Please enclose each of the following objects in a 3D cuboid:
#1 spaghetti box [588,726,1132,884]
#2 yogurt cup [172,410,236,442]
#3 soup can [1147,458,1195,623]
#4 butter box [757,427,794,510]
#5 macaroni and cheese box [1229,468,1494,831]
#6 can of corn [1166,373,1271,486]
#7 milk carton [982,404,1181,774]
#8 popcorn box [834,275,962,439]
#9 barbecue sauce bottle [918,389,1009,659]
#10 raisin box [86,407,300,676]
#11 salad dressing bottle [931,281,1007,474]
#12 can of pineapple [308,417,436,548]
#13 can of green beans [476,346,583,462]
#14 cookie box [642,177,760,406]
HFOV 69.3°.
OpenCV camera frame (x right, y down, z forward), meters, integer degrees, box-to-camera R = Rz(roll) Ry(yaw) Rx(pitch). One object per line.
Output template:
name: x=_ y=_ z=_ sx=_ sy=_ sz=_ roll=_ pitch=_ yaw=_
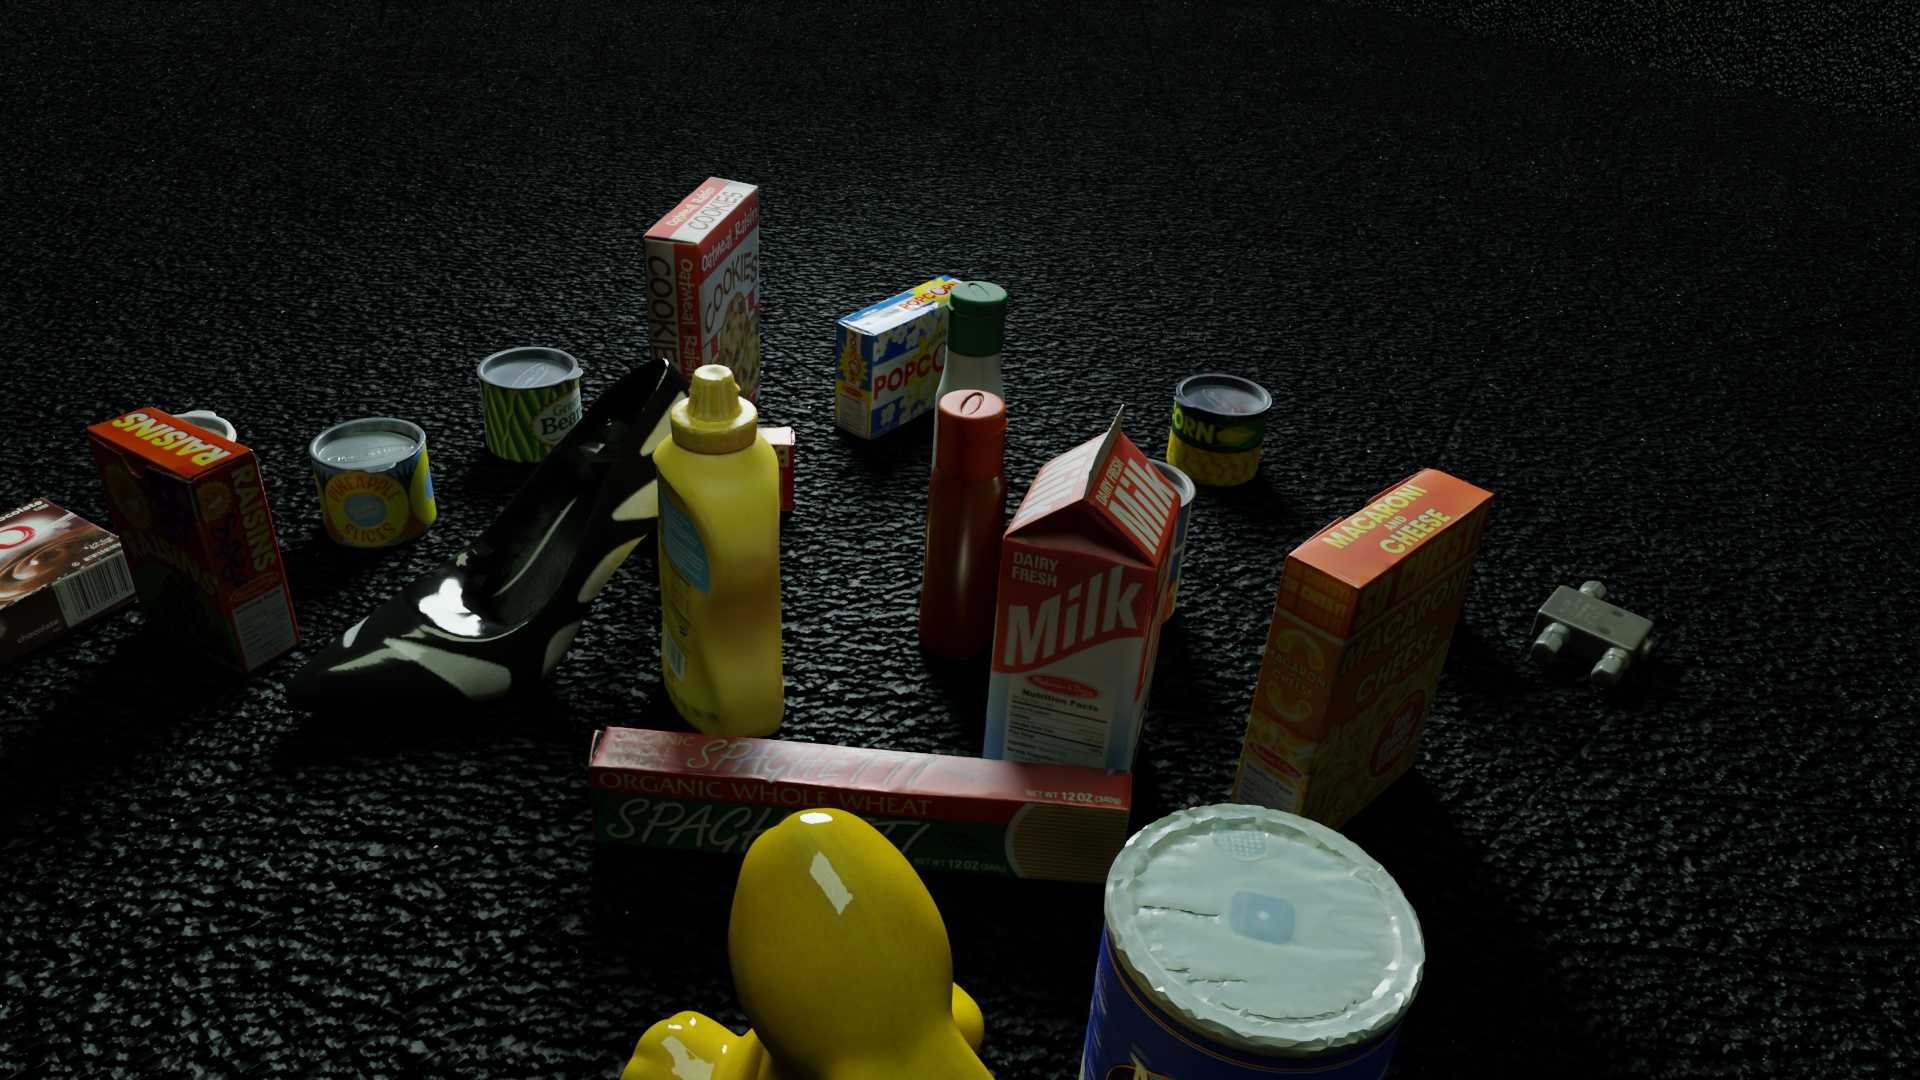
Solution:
spaghetti box: x=-0.047 y=0.123 z=0.644 sx=0.250 sy=0.050 sz=0.029 roll=5 pitch=32 yaw=1
yogurt cup: x=-0.478 y=-0.039 z=0.853 sx=0.072 sy=0.053 sz=0.073 roll=3 pitch=32 yaw=-2
soup can: x=0.098 y=0.002 z=0.823 sx=0.071 sy=0.083 sz=0.072 roll=3 pitch=32 yaw=-2
butter box: x=-0.159 y=-0.046 z=0.900 sx=0.103 sy=0.052 sz=0.024 roll=-1 pitch=32 yaw=-8
macaroni and cheese box: x=0.187 y=0.061 z=0.661 sx=0.040 sy=0.165 sz=0.124 roll=30 pitch=40 yaw=35
can of corn: x=0.180 y=-0.078 z=0.985 sx=0.071 sy=0.058 sz=0.071 roll=3 pitch=32 yaw=-2
milk carton: x=0.059 y=0.034 z=0.668 sx=0.073 sy=0.189 sz=0.073 roll=12 pitch=32 yaw=12
popcorn box: x=-0.039 y=-0.137 z=1.029 sx=0.038 sy=0.084 sz=0.127 roll=24 pitch=37 yaw=29
barbecue sauce bottle: x=0.003 y=-0.010 z=0.770 sx=0.044 sy=0.147 sz=0.065 roll=11 pitch=32 yaw=12
raisin box: x=-0.403 y=0.001 z=0.732 sx=0.086 sy=0.122 sz=0.040 roll=20 pitch=35 yaw=24
salad dressing bottle: x=0.007 y=-0.094 z=0.907 sx=0.044 sy=0.146 sz=0.064 roll=-8 pitch=34 yaw=-18
can of pineapple: x=-0.361 y=-0.035 z=0.855 sx=0.071 sy=0.057 sz=0.071 roll=3 pitch=32 yaw=-2
can of green beans: x=-0.295 y=-0.094 z=0.957 sx=0.071 sy=0.057 sz=0.071 roll=3 pitch=32 yaw=-2
cookie box: x=-0.175 y=-0.149 z=0.956 sx=0.040 sy=0.166 sz=0.123 roll=8 pitch=32 yaw=7
